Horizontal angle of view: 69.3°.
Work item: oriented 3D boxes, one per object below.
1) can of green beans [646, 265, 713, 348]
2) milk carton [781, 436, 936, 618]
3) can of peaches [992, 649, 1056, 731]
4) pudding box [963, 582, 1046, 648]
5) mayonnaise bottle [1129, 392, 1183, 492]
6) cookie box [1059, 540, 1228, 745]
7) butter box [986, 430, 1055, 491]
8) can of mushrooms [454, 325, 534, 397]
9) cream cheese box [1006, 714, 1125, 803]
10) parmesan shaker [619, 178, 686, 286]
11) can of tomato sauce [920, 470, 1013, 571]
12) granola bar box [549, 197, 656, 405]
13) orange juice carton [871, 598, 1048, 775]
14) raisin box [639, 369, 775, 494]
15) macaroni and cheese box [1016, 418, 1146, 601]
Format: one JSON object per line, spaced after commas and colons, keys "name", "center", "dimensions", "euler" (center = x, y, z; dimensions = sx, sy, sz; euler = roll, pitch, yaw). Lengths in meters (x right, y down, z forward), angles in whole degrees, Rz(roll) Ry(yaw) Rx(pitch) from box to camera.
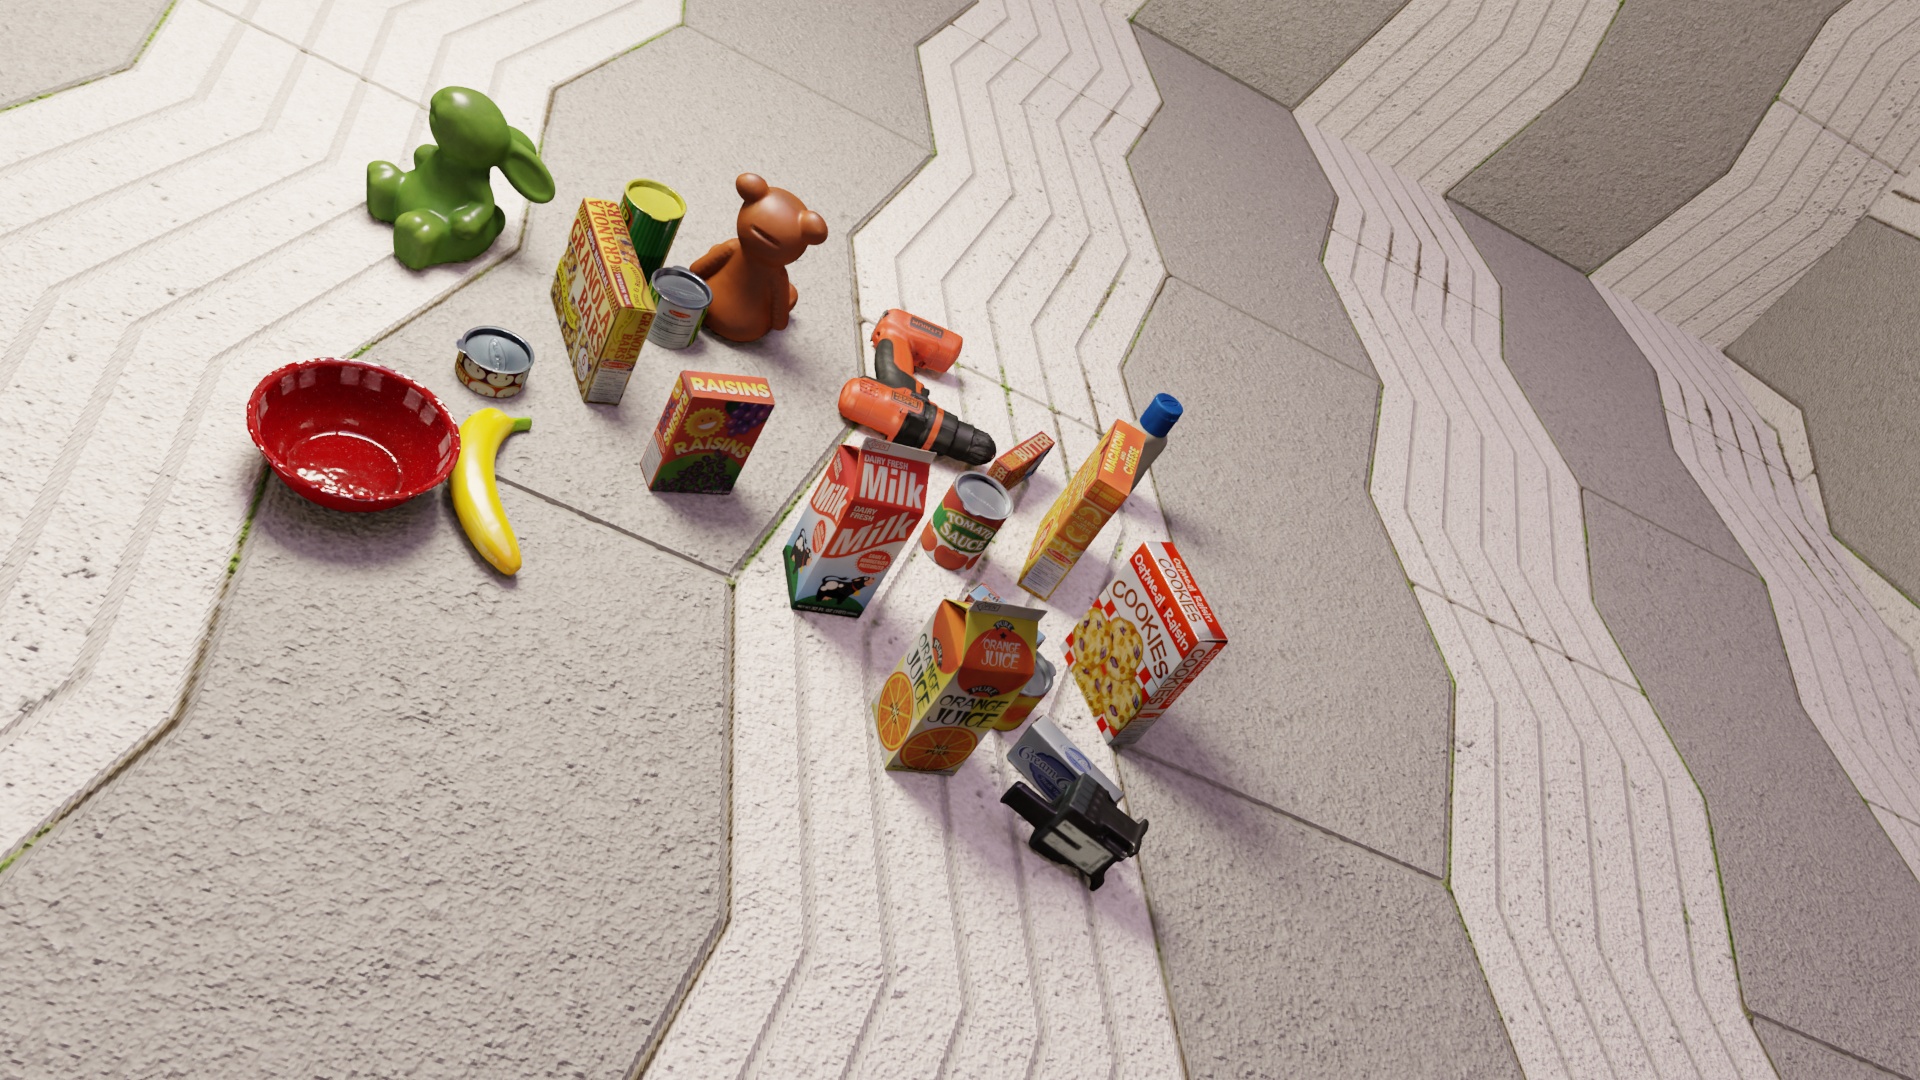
{"name": "can of green beans", "center": [-0.300, -0.243, 1.456], "dimensions": [0.071, 0.057, 0.071], "euler": [20, 39, -17]}
{"name": "milk carton", "center": [-0.092, -0.020, 1.256], "dimensions": [0.072, 0.189, 0.074], "euler": [11, 43, -27]}
{"name": "can of peaches", "center": [0.047, 0.136, 1.297], "dimensions": [0.071, 0.057, 0.071], "euler": [20, 39, -17]}
{"name": "pudding box", "center": [0.036, 0.087, 1.349], "dimensions": [0.084, 0.049, 0.030], "euler": [41, 38, 10]}
{"name": "mayonnaise bottle", "center": [0.202, -0.106, 1.600], "dimensions": [0.065, 0.147, 0.041], "euler": [-5, 52, -40]}
{"name": "cookie box", "center": [0.174, 0.099, 1.340], "dimensions": [0.040, 0.166, 0.123], "euler": [3, 47, -34]}
{"name": "butter box", "center": [0.062, -0.083, 1.551], "dimensions": [0.024, 0.052, 0.104], "euler": [42, 38, 11]}
{"name": "can of mushrooms", "center": [-0.436, -0.167, 1.293], "dimensions": [0.071, 0.033, 0.071], "euler": [20, 39, -17]}
{"name": "cream cheese box", "center": [0.093, 0.212, 1.252], "dimensions": [0.104, 0.053, 0.024], "euler": [44, 38, 13]}
{"name": "parmesan shaker", "center": [-0.339, -0.321, 1.475], "dimensions": [0.071, 0.102, 0.072], "euler": [20, 39, -18]}
{"name": "can of tomato sauce", "center": [0.005, -0.018, 1.413], "dimensions": [0.071, 0.082, 0.071], "euler": [20, 39, -17]}
{"name": "granola bar box", "center": [-0.351, -0.234, 1.353], "dimensions": [0.039, 0.123, 0.166], "euler": [2, 47, -35]}
{"name": "orange juice carton", "center": [0.000, 0.114, 1.175], "dimensions": [0.072, 0.191, 0.073], "euler": [11, 43, -28]}
{"name": "raisin box", "center": [-0.236, -0.099, 1.293], "dimensions": [0.086, 0.122, 0.040], "euler": [3, 47, -35]}
{"name": "macaroni and cheese box", "center": [0.126, -0.032, 1.449], "dimensions": [0.040, 0.165, 0.124], "euler": [31, 37, -5]}
